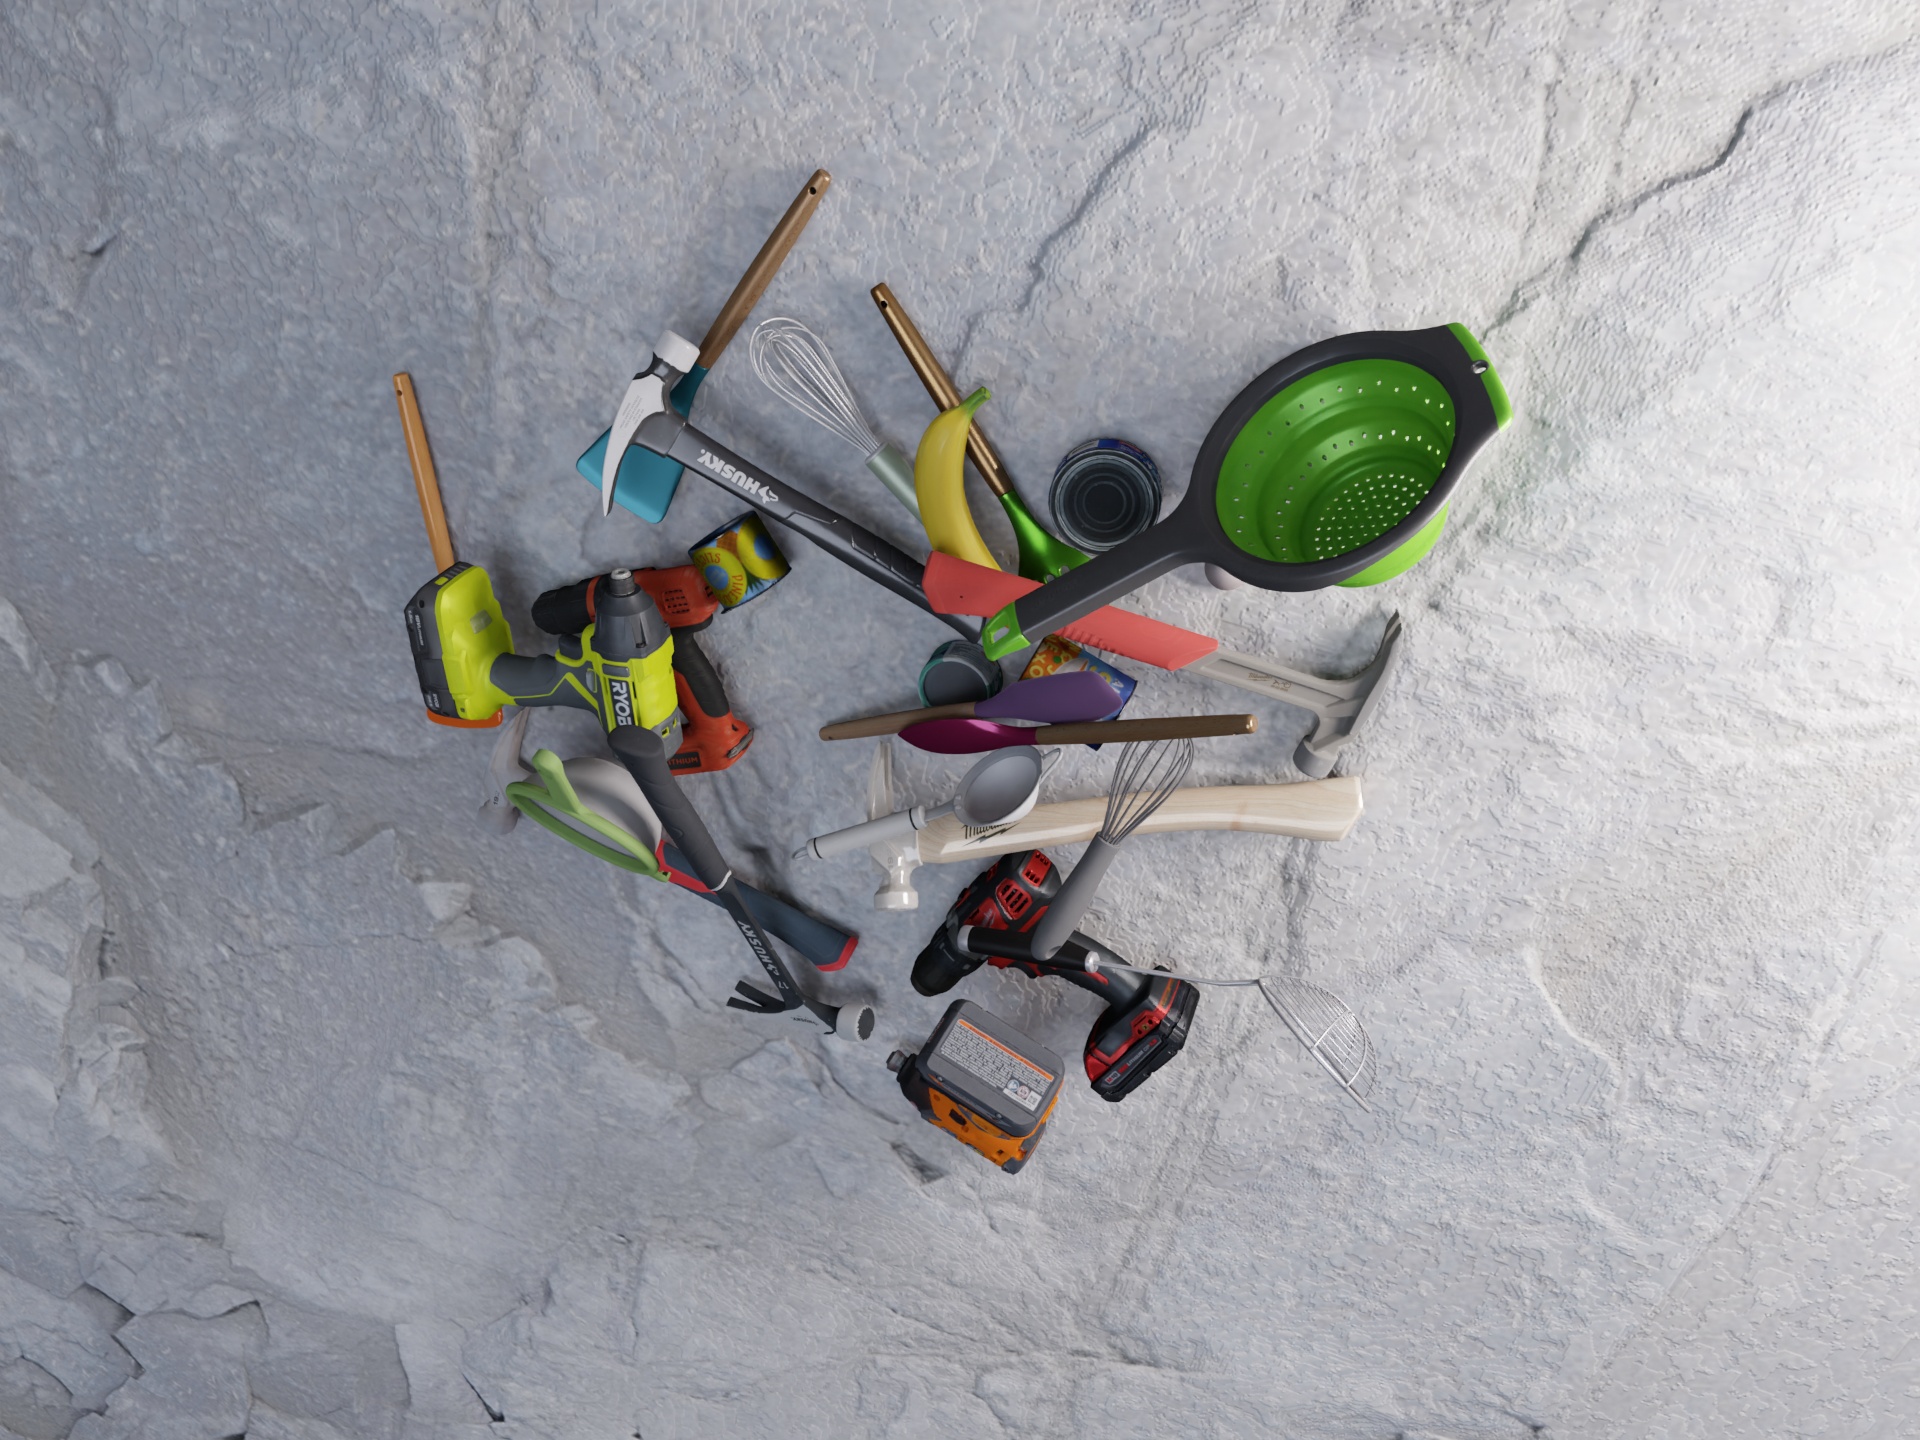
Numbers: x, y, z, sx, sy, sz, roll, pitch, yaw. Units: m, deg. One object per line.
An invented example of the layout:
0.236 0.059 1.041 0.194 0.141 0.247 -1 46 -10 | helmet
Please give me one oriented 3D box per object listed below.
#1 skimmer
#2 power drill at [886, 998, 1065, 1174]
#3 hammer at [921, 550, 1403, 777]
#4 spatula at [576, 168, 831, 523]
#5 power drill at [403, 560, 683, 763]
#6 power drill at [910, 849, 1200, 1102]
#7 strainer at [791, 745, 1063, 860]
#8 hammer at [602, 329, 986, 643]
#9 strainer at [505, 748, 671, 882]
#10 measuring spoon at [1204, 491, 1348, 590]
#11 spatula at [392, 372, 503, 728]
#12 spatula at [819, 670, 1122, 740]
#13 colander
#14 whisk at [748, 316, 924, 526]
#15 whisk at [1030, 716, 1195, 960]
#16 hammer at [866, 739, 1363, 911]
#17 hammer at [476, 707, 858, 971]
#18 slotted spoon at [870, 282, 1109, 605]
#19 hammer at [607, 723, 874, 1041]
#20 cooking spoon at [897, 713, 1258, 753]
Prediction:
0.157 0.234 1.287 0.363 0.090 0.127 7 165 25 | skimmer
0.007 0.330 1.445 0.164 0.084 0.226 30 156 10 | power drill
0.147 -0.068 1.207 0.359 0.037 0.149 17 124 -5 | hammer
-0.189 -0.292 1.230 0.082 0.044 0.317 36 122 -10 | spatula
-0.346 -0.059 1.338 0.223 0.080 0.171 9 123 18 | power drill
0.077 0.235 1.419 0.226 0.080 0.188 40 123 -2 | power drill
-0.026 0.078 1.314 0.258 0.087 0.050 -18 127 18 | strainer
-0.123 -0.154 1.250 0.334 0.035 0.146 30 99 -13 | hammer
-0.318 0.054 1.359 0.151 0.069 0.256 25 160 7 | strainer
0.235 -0.134 1.190 0.124 0.018 0.034 -32 104 30 | measuring spoon
-0.463 -0.145 1.407 0.081 0.041 0.322 4 118 17 | spatula
-0.002 -0.004 1.289 0.316 0.018 0.059 -8 138 41 | spatula
0.200 -0.124 1.123 0.397 0.205 0.094 -27 138 21 | colander
-0.071 -0.215 1.236 0.246 0.059 0.058 46 159 -14 | whisk
0.116 0.097 1.263 0.055 0.055 0.239 29 110 1 | whisk
0.121 0.071 1.316 0.410 0.038 0.146 -6 81 14 | hammer
-0.269 0.122 1.494 0.386 0.038 0.143 26 122 3 | hammer
0.019 -0.196 1.224 0.070 0.031 0.313 -27 106 24 | slotted spoon
-0.209 0.152 1.408 0.149 0.036 0.408 3 137 28 | hammer
0.083 0.011 1.233 0.319 0.017 0.068 -4 157 37 | cooking spoon
